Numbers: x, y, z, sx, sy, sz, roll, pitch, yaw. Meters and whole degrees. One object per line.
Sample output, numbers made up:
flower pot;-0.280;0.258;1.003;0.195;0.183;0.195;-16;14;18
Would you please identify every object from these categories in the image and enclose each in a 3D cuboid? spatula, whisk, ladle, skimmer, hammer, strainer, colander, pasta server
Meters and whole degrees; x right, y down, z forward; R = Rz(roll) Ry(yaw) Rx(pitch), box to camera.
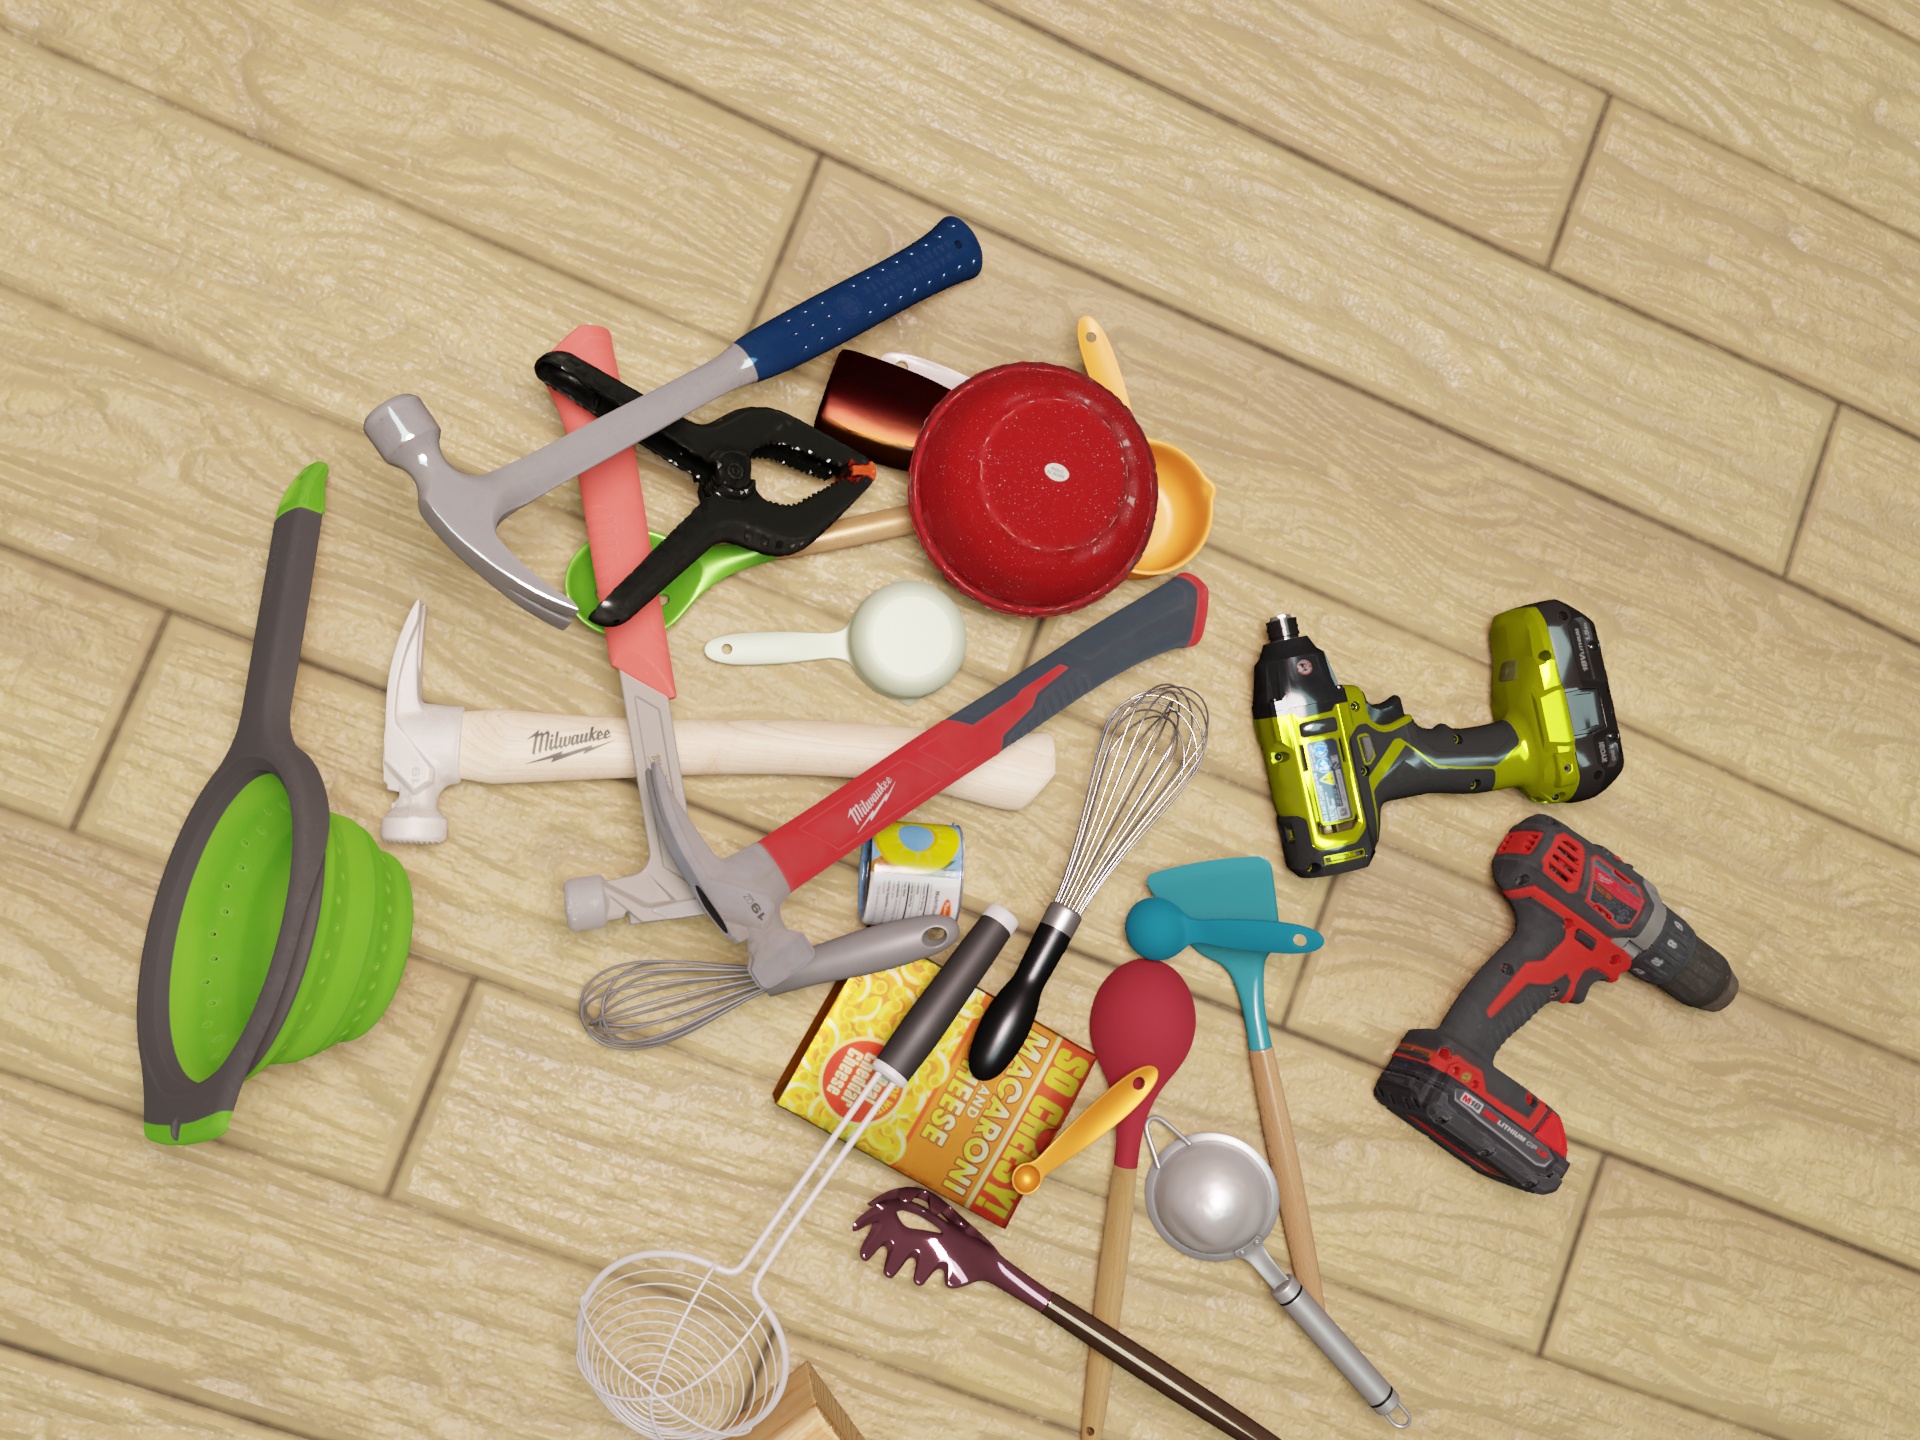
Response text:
spatula;0.197;0.242;1.036;0.082;0.044;0.317;-12;92;23
whisk;0.079;0.098;0.999;0.070;0.070;0.285;31;74;-7
ladle;0.102;0.311;1.022;0.069;0.031;0.315;7;89;19
skimmer;-0.085;0.261;0.950;0.127;0.090;0.363;38;71;-2
hammer;-0.132;-0.199;0.930;0.405;0.035;0.144;-37;94;-32
strainer;0.206;0.360;1.024;0.087;0.050;0.258;-41;93;12
hammer;-0.186;-0.061;0.953;0.149;0.036;0.359;-9;84;-14
hammer;-0.143;0.008;0.993;0.410;0.038;0.146;2;85;-10
hammer;-0.002;-0.003;0.971;0.386;0.038;0.143;-33;91;-24
whisk;-0.117;0.153;0.963;0.239;0.055;0.055;-14;90;2
colander;-0.372;0.043;0.919;0.094;0.204;0.397;19;64;-42
pasta server;0.075;0.382;0.992;0.316;0.040;0.060;33;111;0

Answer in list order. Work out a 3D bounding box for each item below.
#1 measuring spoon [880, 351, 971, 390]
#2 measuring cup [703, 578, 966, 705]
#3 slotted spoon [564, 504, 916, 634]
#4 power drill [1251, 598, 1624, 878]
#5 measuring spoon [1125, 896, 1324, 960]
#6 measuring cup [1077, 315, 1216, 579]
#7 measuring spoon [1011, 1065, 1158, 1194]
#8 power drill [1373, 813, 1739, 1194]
measuring spoon;0.005;-0.213;1.044;0.124;0.018;0.034;22;78;-2
measuring cup;-0.077;-0.049;1.004;0.167;0.038;0.083;-3;88;-12
slotted spoon;-0.094;-0.113;1.013;0.313;0.031;0.070;-14;87;-13
power drill;0.308;-0.002;1.055;0.223;0.080;0.171;-12;89;-8
measuring spoon;0.163;0.137;1.003;0.129;0.021;0.042;1;102;24
measuring cup;0.102;-0.175;1.039;0.095;0.052;0.173;-18;88;-11
measuring spoon;0.078;0.253;0.992;0.117;0.011;0.021;-37;99;-15
power drill;0.403;0.200;1.062;0.188;0.080;0.227;35;79;-7
